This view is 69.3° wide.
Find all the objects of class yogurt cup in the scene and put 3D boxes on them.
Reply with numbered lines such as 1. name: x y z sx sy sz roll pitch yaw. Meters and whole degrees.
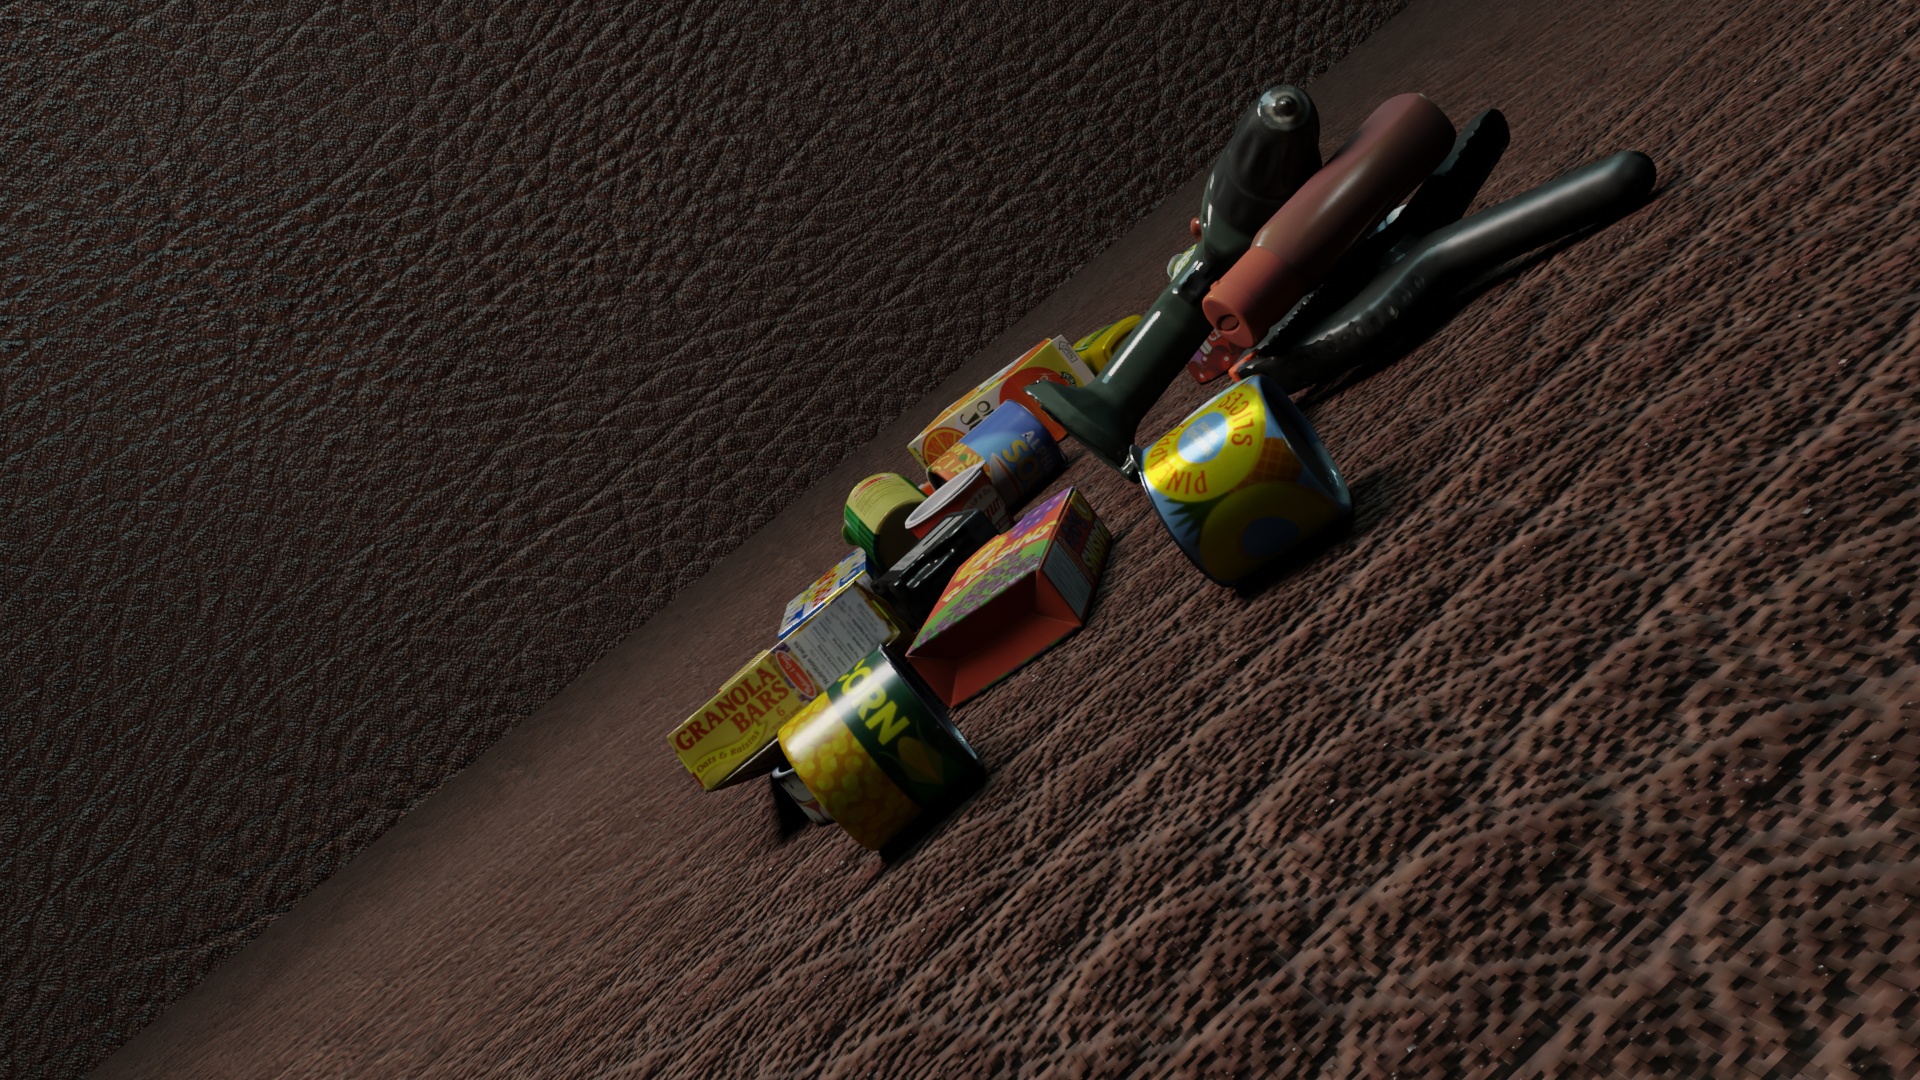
1. yogurt cup: 0.003 -0.012 0.960 0.072 0.054 0.072 -38 9 7

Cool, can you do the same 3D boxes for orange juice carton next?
1. orange juice carton: 0.047 -0.111 1.222 0.192 0.071 0.073 -30 13 45

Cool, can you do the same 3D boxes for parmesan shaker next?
1. parmesan shaker: -0.048 -0.008 1.050 0.071 0.071 0.103 -39 20 -4

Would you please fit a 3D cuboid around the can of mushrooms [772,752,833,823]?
1. can of mushrooms: -0.055 0.104 0.682 0.071 0.033 0.071 -37 8 6

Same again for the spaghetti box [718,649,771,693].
1. spaghetti box: -0.124 0.102 0.979 0.050 0.028 0.249 -42 9 -18

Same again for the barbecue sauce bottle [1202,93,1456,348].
1. barbecue sauce bottle: 0.186 -0.162 0.711 0.149 0.043 0.065 -46 2 -8

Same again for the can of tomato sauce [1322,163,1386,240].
1. can of tomato sauce: 0.229 -0.200 0.925 0.082 0.071 0.071 -39 7 40

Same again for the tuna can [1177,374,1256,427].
1. tuna can: 0.137 -0.052 0.698 0.071 0.033 0.071 -38 8 7

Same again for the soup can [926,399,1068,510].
1. soup can: 0.027 -0.054 1.048 0.084 0.071 0.071 -41 9 -12

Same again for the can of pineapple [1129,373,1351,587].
1. can of pineapple: 0.111 -0.025 0.548 0.057 0.071 0.071 -35 9 23

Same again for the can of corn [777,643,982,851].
1. can of corn: -0.035 0.085 0.578 0.058 0.071 0.071 -40 9 -2

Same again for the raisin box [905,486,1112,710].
1. raisin box: 0.028 0.026 0.720 0.086 0.040 0.124 -36 9 23

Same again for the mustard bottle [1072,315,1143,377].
1. mustard bottle: 0.126 -0.160 1.226 0.065 0.048 0.160 -37 9 -10

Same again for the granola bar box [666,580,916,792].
1. granola bar box: -0.084 0.081 0.765 0.124 0.039 0.165 -40 -6 -2

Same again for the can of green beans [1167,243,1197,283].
1. can of green beans: 0.197 -0.196 1.070 0.071 0.071 0.058 -37 9 13

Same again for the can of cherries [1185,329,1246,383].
1. can of cherries: 0.174 -0.150 0.959 0.071 0.058 0.071 -37 9 7

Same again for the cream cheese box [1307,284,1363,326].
1. cream cheese box: 0.215 -0.132 0.811 0.053 0.024 0.104 -38 9 1

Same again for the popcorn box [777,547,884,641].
1. popcorn box: -0.097 0.051 1.096 0.085 0.038 0.127 -39 9 2

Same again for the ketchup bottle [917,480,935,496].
1. ketchup bottle: -0.008 -0.035 1.152 0.065 0.043 0.148 -42 9 -13
